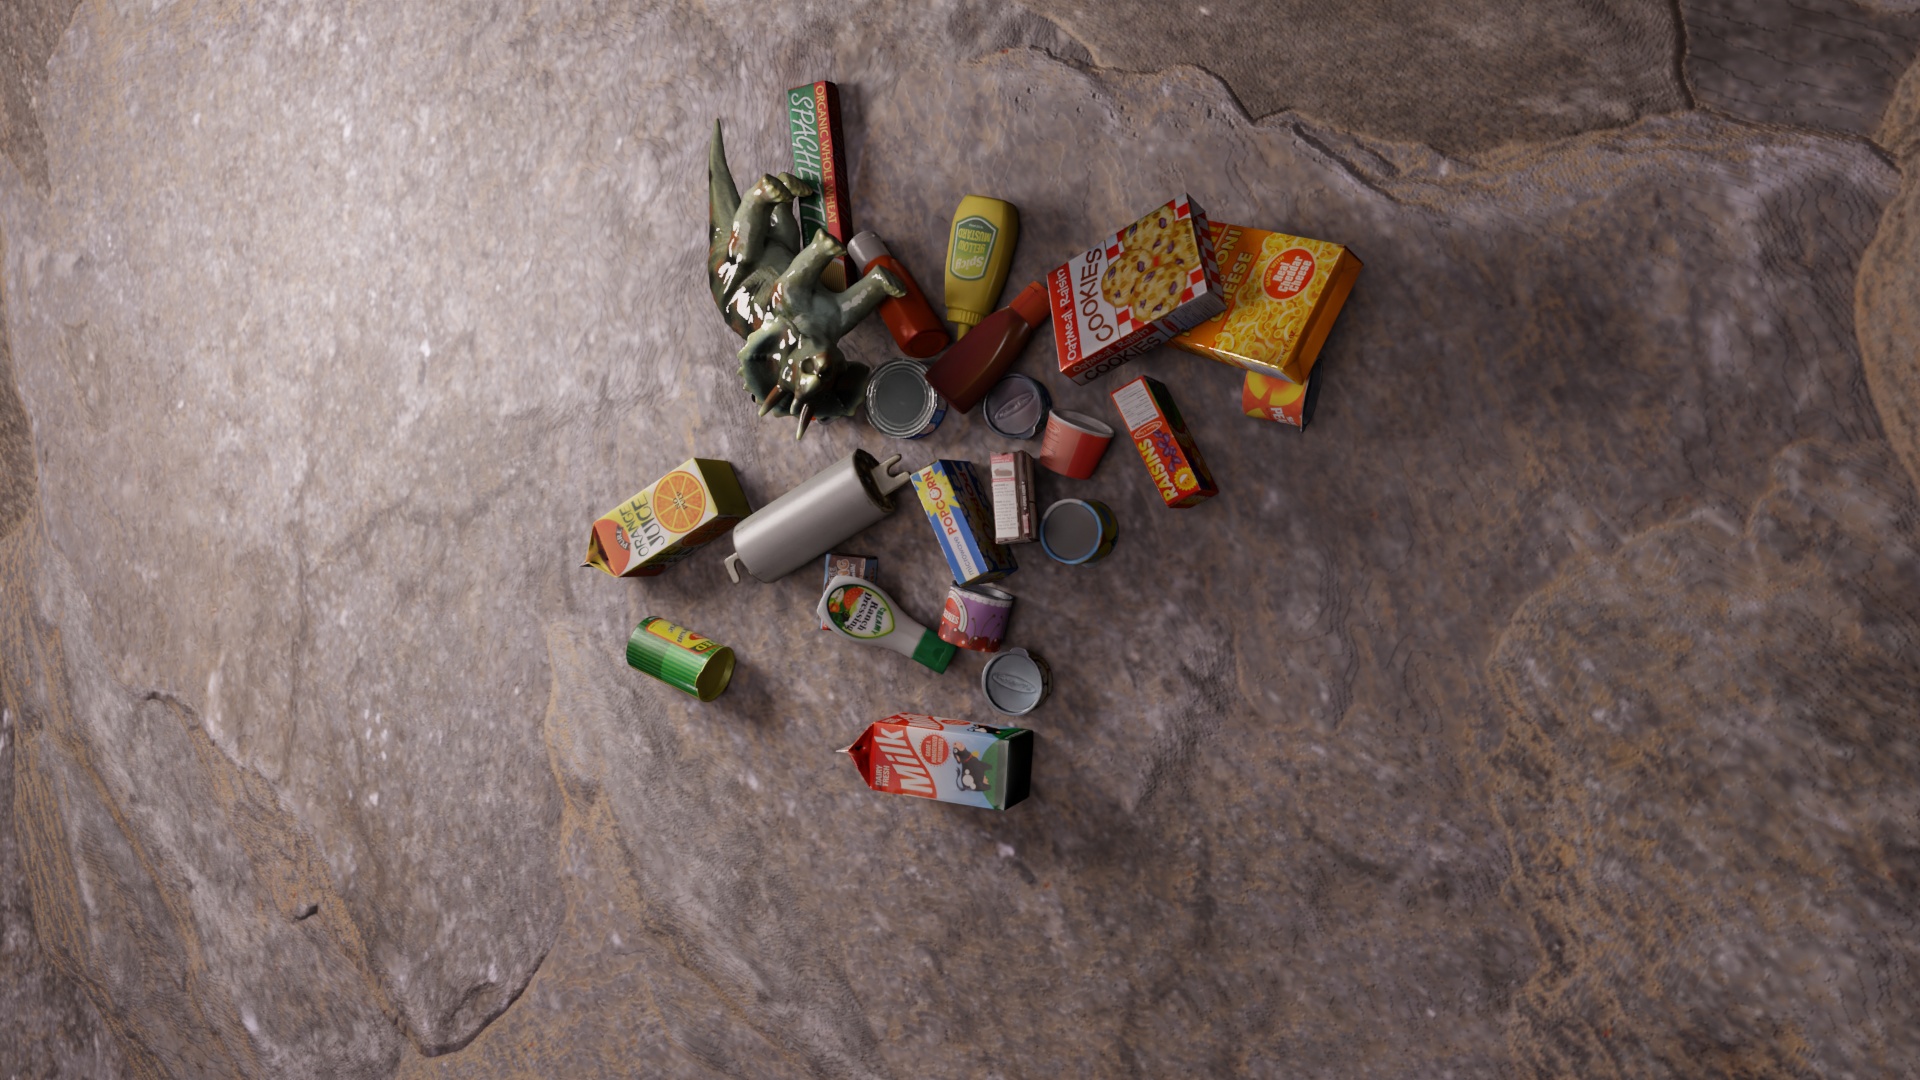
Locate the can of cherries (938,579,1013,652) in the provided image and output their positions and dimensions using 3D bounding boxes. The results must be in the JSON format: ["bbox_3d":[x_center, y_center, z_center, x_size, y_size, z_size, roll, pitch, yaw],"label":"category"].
[{"bbox_3d":[0.013,0.077,1.414,0.071,0.071,0.058,18,98,22],"label":"can of cherries"}]

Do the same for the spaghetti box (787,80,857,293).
[{"bbox_3d":[-0.148,-0.371,1.502,0.050,0.029,0.250,-7,88,23],"label":"spaghetti box"}]

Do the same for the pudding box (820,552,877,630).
[{"bbox_3d":[-0.120,0.056,1.491,0.049,0.030,0.083,6,92,23],"label":"pudding box"}]

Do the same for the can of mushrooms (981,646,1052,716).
[{"bbox_3d":[0.059,0.142,1.415,0.071,0.033,0.071,0,90,24],"label":"can of mushrooms"}]

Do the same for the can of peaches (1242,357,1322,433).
[{"bbox_3d":[0.299,-0.140,1.294,0.058,0.071,0.071,15,96,22],"label":"can of peaches"}]

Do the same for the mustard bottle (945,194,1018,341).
[{"bbox_3d":[0.016,-0.270,1.423,0.065,0.049,0.160,13,95,24],"label":"mustard bottle"}]

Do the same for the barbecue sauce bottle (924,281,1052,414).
[{"bbox_3d":[0.034,-0.198,1.400,0.148,0.043,0.065,-45,48,0],"label":"barbecue sauce bottle"}]

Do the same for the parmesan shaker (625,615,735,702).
[{"bbox_3d":[-0.315,0.131,1.550,0.103,0.071,0.071,21,98,21],"label":"parmesan shaker"}]

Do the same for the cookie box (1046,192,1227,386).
[{"bbox_3d":[0.164,-0.237,1.325,0.167,0.040,0.123,-26,53,32],"label":"cookie box"}]

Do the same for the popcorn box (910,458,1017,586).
[{"bbox_3d":[0.005,-0.018,1.408,0.038,0.085,0.127,-28,80,22],"label":"popcorn box"}]

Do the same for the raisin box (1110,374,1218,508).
[{"bbox_3d":[0.196,-0.092,1.328,0.040,0.086,0.123,-29,80,19],"label":"raisin box"}]

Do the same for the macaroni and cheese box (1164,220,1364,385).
[{"bbox_3d":[0.268,-0.221,1.275,0.167,0.040,0.123,27,89,48],"label":"macaroni and cheese box"}]

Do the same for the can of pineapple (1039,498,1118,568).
[{"bbox_3d":[0.118,-0.007,1.376,0.071,0.058,0.071,0,91,23],"label":"can of pineapple"}]

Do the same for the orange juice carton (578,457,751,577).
[{"bbox_3d":[-0.338,-0.015,1.560,0.192,0.072,0.073,-30,79,20],"label":"orange juice carton"}]

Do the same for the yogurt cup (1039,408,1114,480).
[{"bbox_3d":[0.112,-0.094,1.376,0.072,0.072,0.053,26,108,21],"label":"yogurt cup"}]

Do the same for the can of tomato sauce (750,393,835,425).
[{"bbox_3d":[-0.172,-0.166,1.491,0.083,0.071,0.071,22,99,21],"label":"can of tomato sauce"}]

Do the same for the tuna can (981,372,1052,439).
[{"bbox_3d":[0.059,-0.134,1.413,0.071,0.033,0.071,0,90,23],"label":"tuna can"}]

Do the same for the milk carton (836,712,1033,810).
[{"bbox_3d":[-0.028,0.223,1.430,0.190,0.072,0.073,5,93,23],"label":"milk carton"}]

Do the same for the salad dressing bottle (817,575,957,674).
[{"bbox_3d":[-0.075,0.089,1.445,0.148,0.044,0.064,28,86,1],"label":"salad dressing bottle"}]

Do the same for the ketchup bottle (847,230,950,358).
[{"bbox_3d":[-0.069,-0.260,1.453,0.043,0.065,0.149,-43,66,28],"label":"ketchup bottle"}]
